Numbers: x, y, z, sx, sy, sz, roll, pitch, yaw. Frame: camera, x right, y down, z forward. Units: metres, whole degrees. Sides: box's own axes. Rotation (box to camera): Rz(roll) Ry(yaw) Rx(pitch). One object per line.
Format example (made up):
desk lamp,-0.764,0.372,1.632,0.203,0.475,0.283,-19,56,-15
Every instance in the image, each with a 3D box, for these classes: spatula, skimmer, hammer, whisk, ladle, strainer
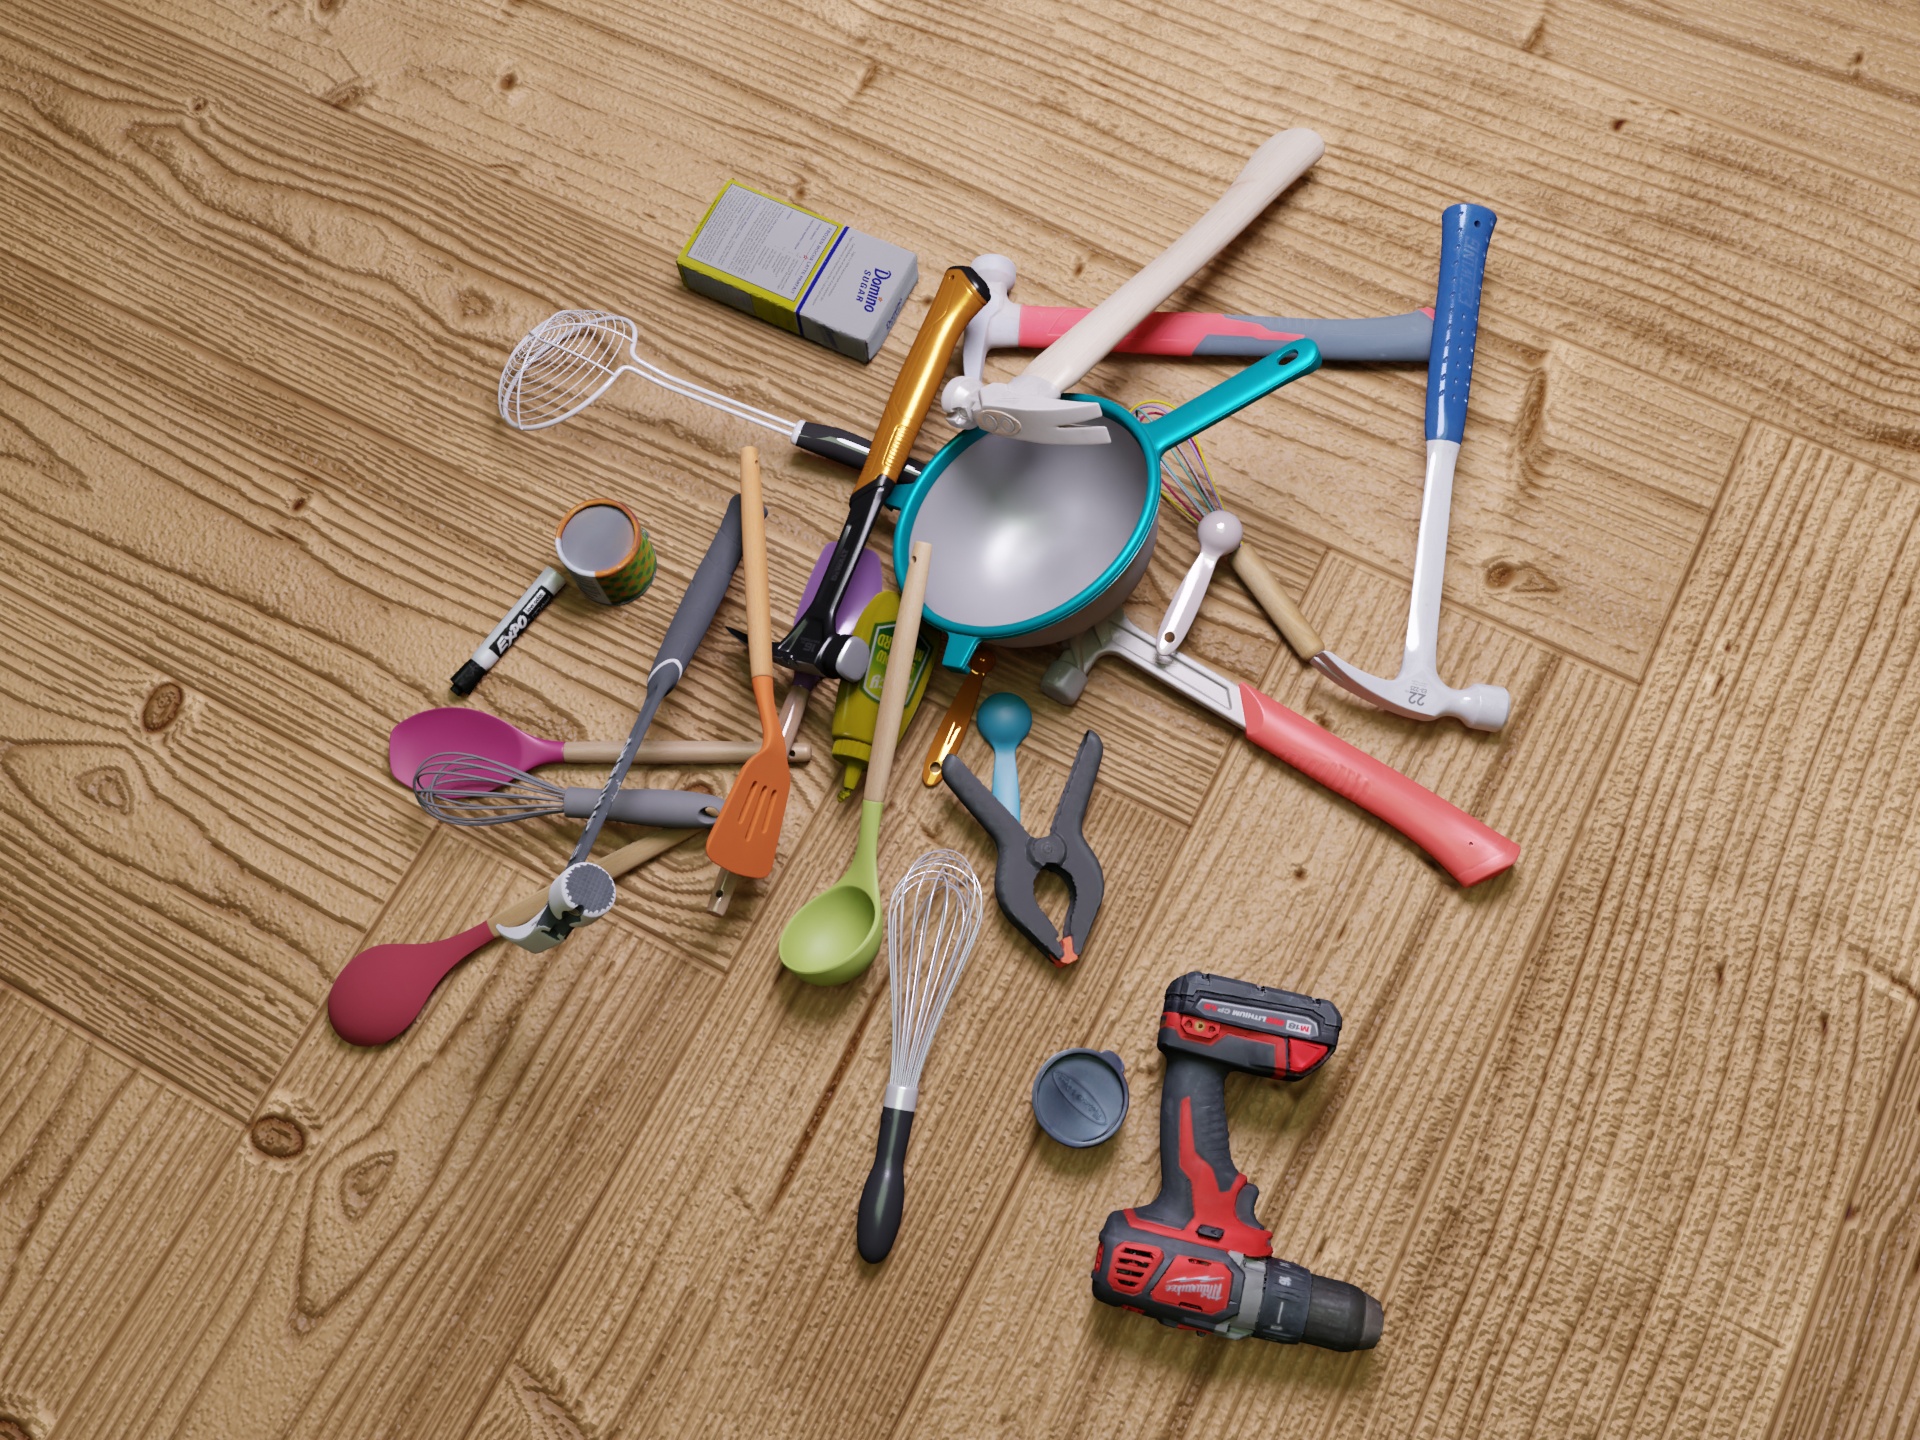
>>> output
spatula,-0.125,0.000,1.179,0.060,0.018,0.316,15,65,9
skimmer,-0.190,-0.234,1.268,0.363,0.090,0.127,20,59,-2
hammer,0.195,-0.293,1.265,0.386,0.038,0.143,4,73,4
whisk,-0.284,0.056,1.160,0.239,0.055,0.055,4,72,3
hammer,-0.218,-0.012,1.126,0.036,0.149,0.409,33,51,-19
whisk,0.203,-0.149,1.216,0.047,0.051,0.245,-31,76,-13
whisk,-0.036,0.228,1.100,0.070,0.070,0.285,9,78,6
hammer,0.245,0.003,1.167,0.359,0.036,0.149,31,76,12
ladle,-0.316,0.141,1.155,0.315,0.031,0.069,-28,71,-8
spatula,-0.152,-0.050,1.141,0.041,0.081,0.323,-14,69,22
hammer,-0.063,-0.192,1.197,0.127,0.034,0.337,15,77,40
ladle,-0.065,0.029,1.119,0.078,0.062,0.320,11,90,43
strainer,0.117,-0.162,1.164,0.340,0.095,0.211,-29,51,11
hammer,0.357,-0.200,1.198,0.144,0.035,0.406,10,78,-3
hammer,0.165,-0.340,1.212,0.146,0.038,0.411,18,54,42

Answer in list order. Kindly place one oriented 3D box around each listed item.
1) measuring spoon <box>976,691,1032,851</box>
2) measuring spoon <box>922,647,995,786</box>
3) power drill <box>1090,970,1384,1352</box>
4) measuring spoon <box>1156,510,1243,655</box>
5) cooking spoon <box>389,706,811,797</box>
measuring spoon,0.033,0.038,1.172,0.042,0.021,0.129,-2,72,2
measuring spoon,-0.002,-0.004,1.193,0.021,0.011,0.117,21,74,9
power drill,0.198,0.295,1.054,0.188,0.080,0.227,12,76,7
measuring spoon,0.175,-0.103,1.176,0.034,0.018,0.124,25,77,6
cooking spoon,-0.271,0.024,1.193,0.319,0.017,0.069,0,92,2
